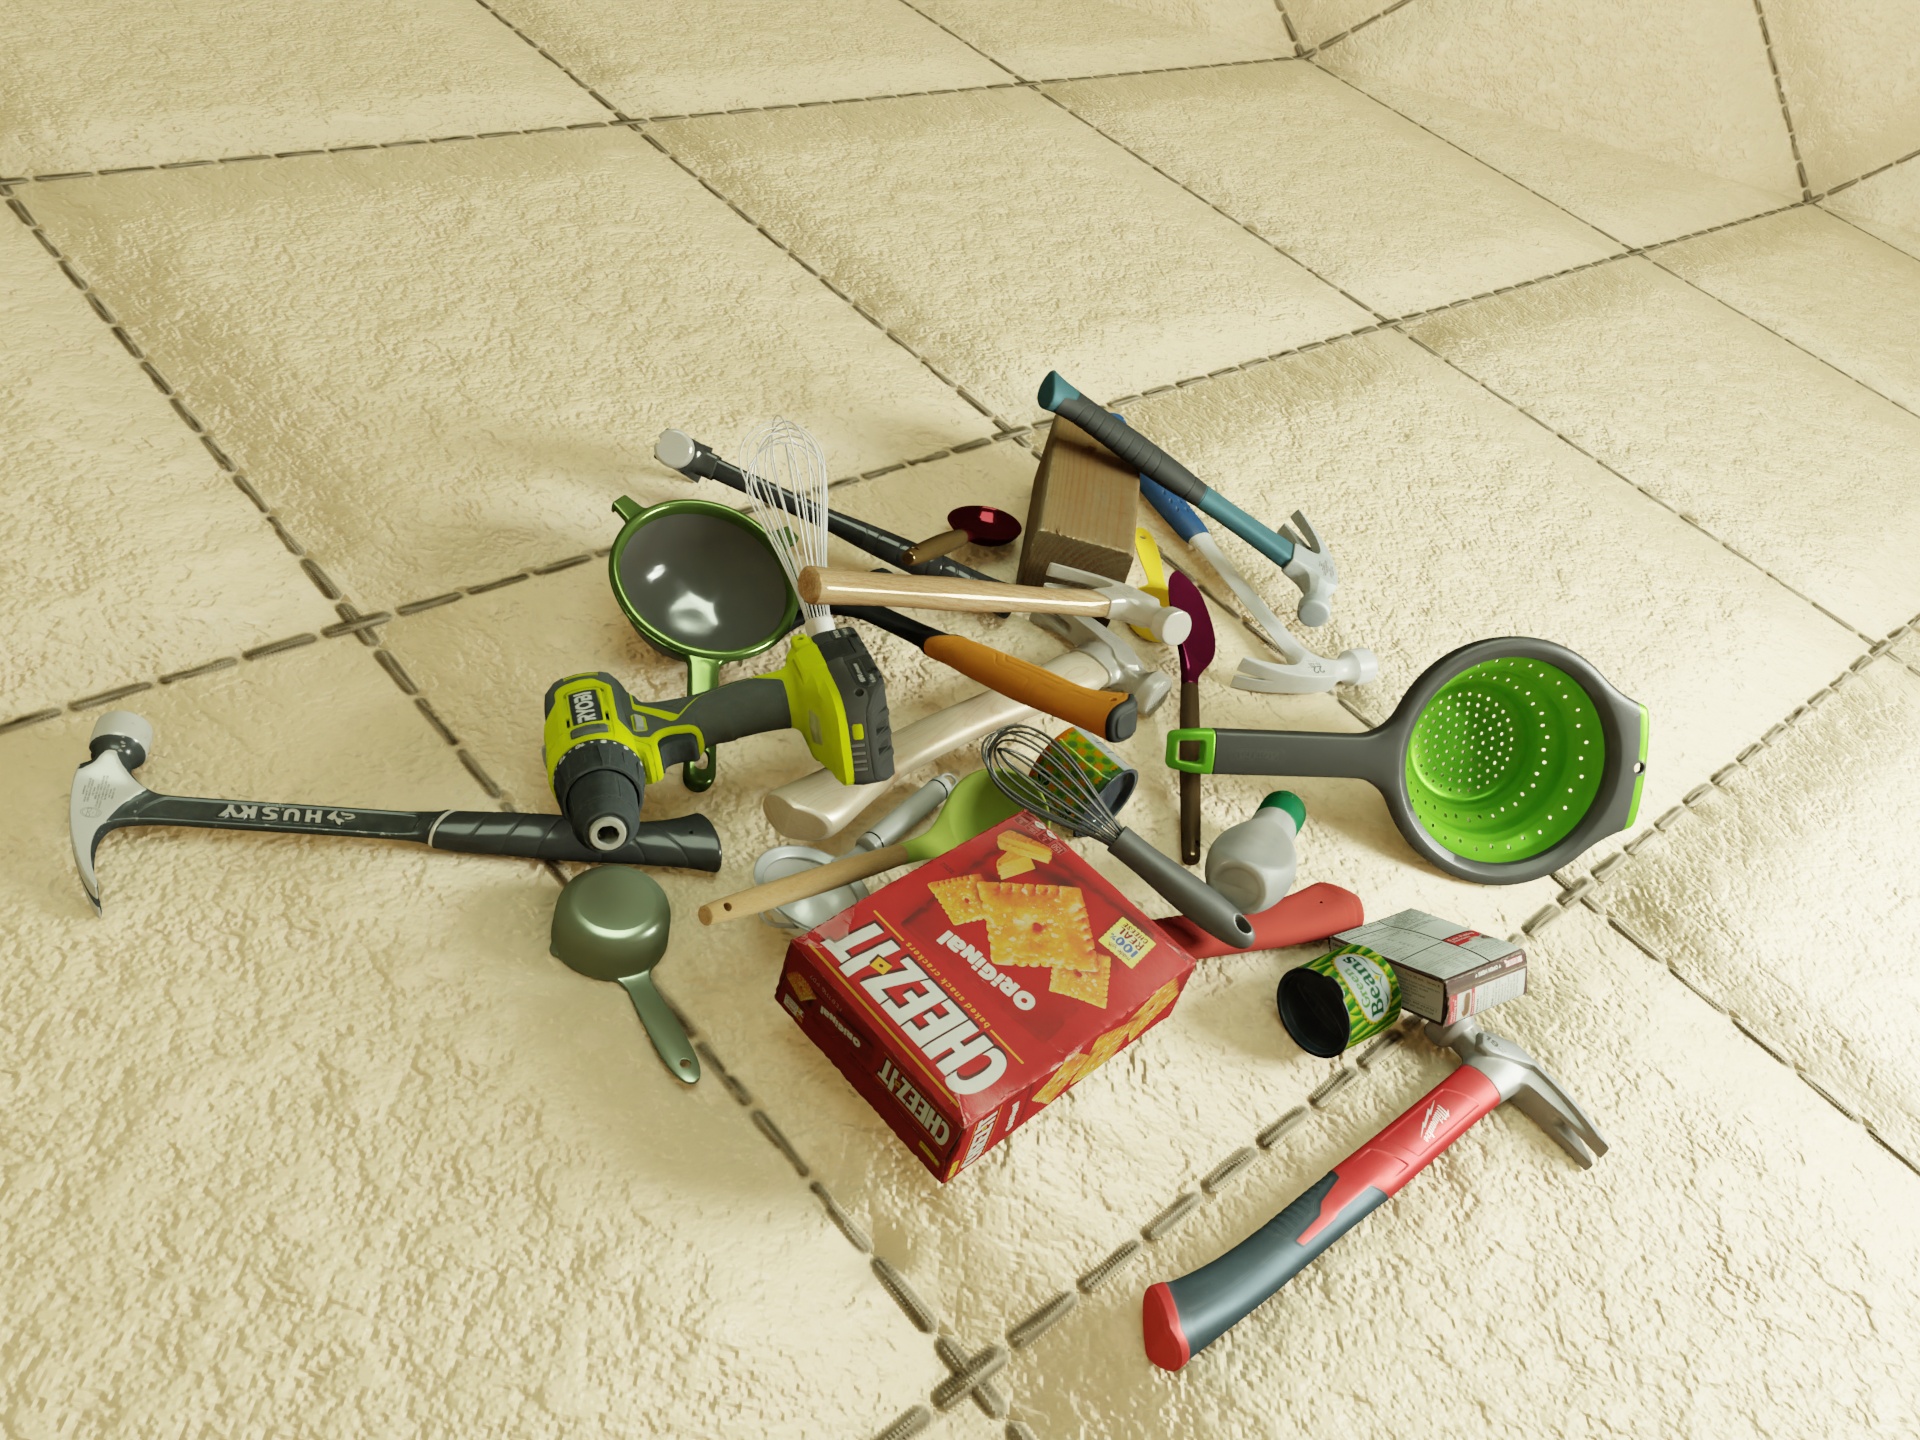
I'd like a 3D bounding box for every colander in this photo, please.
[{"bbox_3d":[0.356,0.024,1.310,0.397,0.204,0.094,2,10,-7],"label":"colander"}]

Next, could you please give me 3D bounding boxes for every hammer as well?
[{"bbox_3d":[-0.002,-0.049,1.230,0.127,0.034,0.337,-23,34,-38],"label":"hammer"},{"bbox_3d":[0.138,0.166,1.130,0.359,0.036,0.149,-4,46,-24],"label":"hammer"},{"bbox_3d":[0.210,-0.214,1.463,0.331,0.033,0.128,34,38,-8],"label":"hammer"},{"bbox_3d":[0.265,0.310,1.017,0.386,0.038,0.143,-22,57,-38],"label":"hammer"},{"bbox_3d":[0.233,-0.169,1.537,0.144,0.035,0.406,-8,47,-28],"label":"hammer"},{"bbox_3d":[-0.362,0.072,1.047,0.408,0.036,0.149,5,43,-16],"label":"hammer"},{"bbox_3d":[-0.002,-0.004,1.238,0.146,0.038,0.410,39,39,24],"label":"hammer"},{"bbox_3d":[0.021,-0.100,1.267,0.331,0.031,0.130,1,21,-34],"label":"hammer"},{"bbox_3d":[-0.103,-0.169,1.379,0.334,0.035,0.146,24,4,-7],"label":"hammer"}]

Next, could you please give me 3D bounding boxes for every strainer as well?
[{"bbox_3d":[-0.205,-0.051,1.233,0.151,0.069,0.257,8,59,-20],"label":"strainer"},{"bbox_3d":[-0.069,0.095,1.129,0.087,0.050,0.258,37,38,12],"label":"strainer"}]

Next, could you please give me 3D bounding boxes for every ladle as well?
[{"bbox_3d":[-0.049,0.090,1.070,0.320,0.062,0.078,-12,71,-52],"label":"ladle"},{"bbox_3d":[-0.005,-0.154,1.353,0.069,0.031,0.315,17,15,9],"label":"ladle"}]

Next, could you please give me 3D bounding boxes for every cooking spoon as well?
[{"bbox_3d":[0.191,-0.009,1.331,0.068,0.017,0.319,39,39,-31],"label":"cooking spoon"}]

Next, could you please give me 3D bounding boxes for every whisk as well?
[{"bbox_3d":[0.113,0.084,1.133,0.239,0.055,0.055,38,43,4],"label":"whisk"},{"bbox_3d":[-0.116,-0.101,1.233,0.070,0.070,0.285,-8,81,-28],"label":"whisk"}]

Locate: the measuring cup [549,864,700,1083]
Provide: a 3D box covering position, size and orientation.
[{"bbox_3d":[-0.202,0.157,1.008,0.083,0.038,0.168,-14,48,-32],"label":"measuring cup"}]

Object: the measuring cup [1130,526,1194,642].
[{"bbox_3d":[0.175,-0.126,1.477,0.062,0.029,0.157,9,39,-12],"label":"measuring cup"}]

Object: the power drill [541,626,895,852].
[{"bbox_3d":[-0.165,0.014,1.074,0.228,0.080,0.191,-12,28,-12],"label":"power drill"}]
